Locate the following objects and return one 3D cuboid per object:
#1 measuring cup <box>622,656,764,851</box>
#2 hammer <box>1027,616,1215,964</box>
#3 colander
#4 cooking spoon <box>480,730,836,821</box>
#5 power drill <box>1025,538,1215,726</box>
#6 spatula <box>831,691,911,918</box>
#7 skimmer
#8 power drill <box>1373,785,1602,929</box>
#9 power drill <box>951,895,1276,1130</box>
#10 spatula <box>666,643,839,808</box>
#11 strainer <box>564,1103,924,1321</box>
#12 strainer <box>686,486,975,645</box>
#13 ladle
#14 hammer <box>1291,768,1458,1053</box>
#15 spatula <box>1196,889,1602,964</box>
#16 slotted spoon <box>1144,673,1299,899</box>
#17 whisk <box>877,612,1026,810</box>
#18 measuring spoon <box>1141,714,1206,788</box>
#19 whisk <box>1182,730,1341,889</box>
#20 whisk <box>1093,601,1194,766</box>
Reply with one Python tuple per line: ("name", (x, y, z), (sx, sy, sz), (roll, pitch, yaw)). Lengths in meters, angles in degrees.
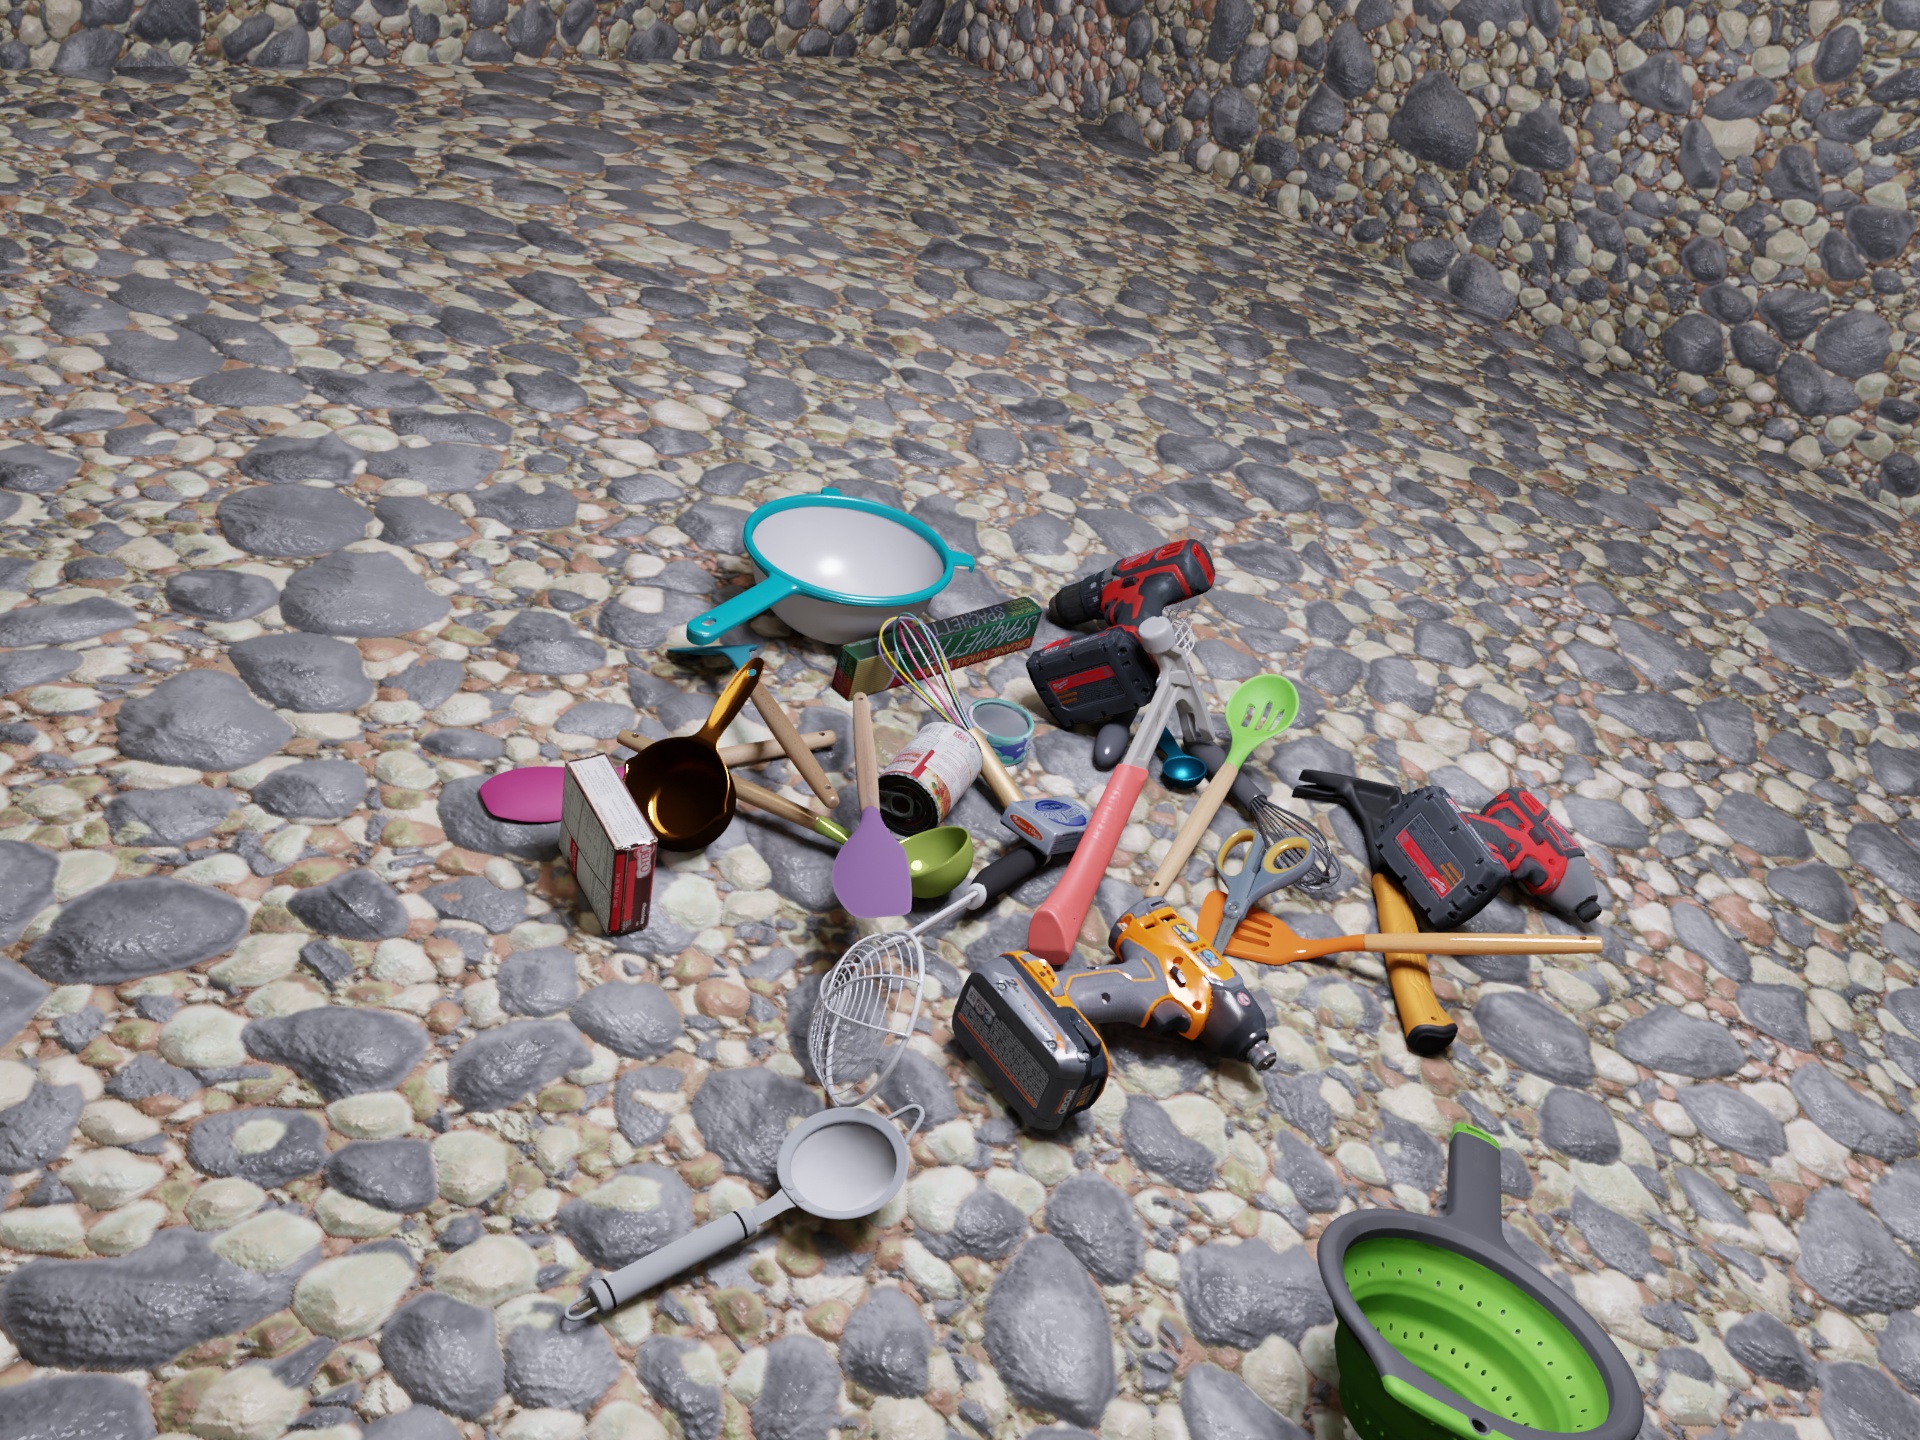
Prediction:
("measuring cup", (-0.204, 0.028, 1.296), (0.095, 0.052, 0.174), (26, 71, 14))
("hammer", (0.142, 0.074, 1.390), (0.037, 0.149, 0.359), (-2, 40, 32))
("colander", (0.325, 0.387, 1.054), (0.204, 0.094, 0.397), (24, 17, 12))
("cooking spoon", (-0.249, 0.039, 1.359), (0.318, 0.017, 0.069), (-10, 43, -31))
("power drill", (0.144, -0.092, 1.603), (0.188, 0.080, 0.227), (-15, 27, 36))
("spatula", (-0.077, 0.062, 1.299), (0.059, 0.018, 0.316), (-3, 32, -4))
("skimmer", (0.001, 0.176, 1.218), (0.090, 0.127, 0.363), (46, 30, 12))
("power drill", (0.491, 0.127, 1.447), (0.219, 0.078, 0.143), (3, 44, -41))
("power drill", (0.125, 0.224, 1.196), (0.226, 0.084, 0.164), (-12, 45, -39))
("spatula", (-0.173, -0.007, 1.402), (0.082, 0.044, 0.318), (-4, 33, -28))
("strainer", (-0.131, 0.314, 1.005), (0.258, 0.050, 0.087), (-20, 42, -32))
("strainer", (-0.152, -0.113, 1.543), (0.211, 0.095, 0.340), (28, 37, 21))
("ladle", (-0.140, 0.065, 1.319), (0.320, 0.062, 0.078), (23, 33, 8))
("hammer", (0.379, 0.162, 1.418), (0.127, 0.034, 0.337), (13, 35, -6))
("spatula", (0.361, 0.179, 1.325), (0.322, 0.041, 0.081), (-2, 30, 20))
("slotted spoon", (0.237, 0.061, 1.465), (0.070, 0.031, 0.314), (12, 43, 28))
("whisk", (0.000, -0.006, 1.457), (0.047, 0.051, 0.245), (-2, 51, -51))
("measuring spoon", (0.203, 0.032, 1.552), (0.042, 0.021, 0.129), (-10, 31, -10))
("whisk", (0.274, 0.079, 1.489), (0.055, 0.055, 0.239), (-5, 35, -27))
("whisk", (0.181, -0.039, 1.609), (0.070, 0.070, 0.285), (22, 39, 9))
